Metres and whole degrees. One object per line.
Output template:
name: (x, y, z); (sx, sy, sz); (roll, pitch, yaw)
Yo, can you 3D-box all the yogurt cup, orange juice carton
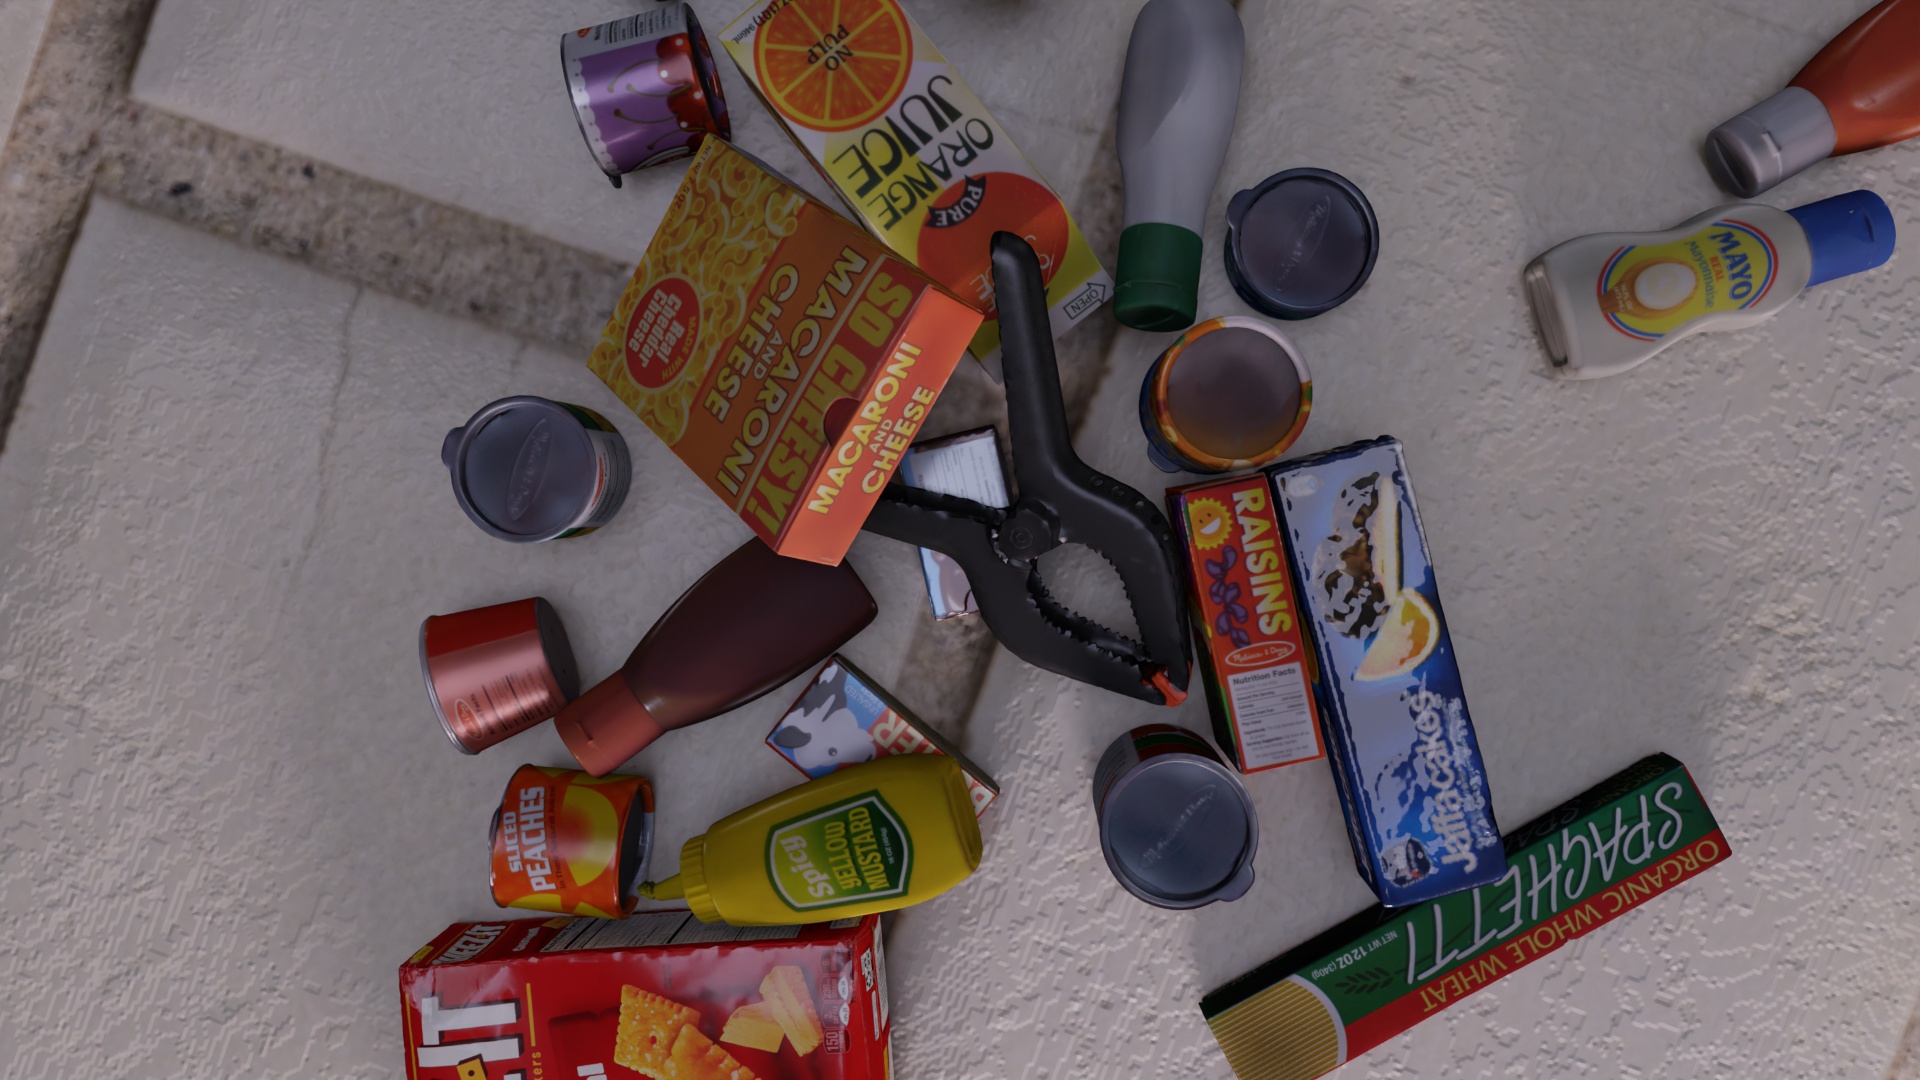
yogurt cup: (-0.212, 0.060, 0.645); (0.054, 0.072, 0.072); (-18, 90, -5)
orange juice carton: (-0.016, -0.165, 0.627); (0.072, 0.073, 0.192); (-39, 90, 3)

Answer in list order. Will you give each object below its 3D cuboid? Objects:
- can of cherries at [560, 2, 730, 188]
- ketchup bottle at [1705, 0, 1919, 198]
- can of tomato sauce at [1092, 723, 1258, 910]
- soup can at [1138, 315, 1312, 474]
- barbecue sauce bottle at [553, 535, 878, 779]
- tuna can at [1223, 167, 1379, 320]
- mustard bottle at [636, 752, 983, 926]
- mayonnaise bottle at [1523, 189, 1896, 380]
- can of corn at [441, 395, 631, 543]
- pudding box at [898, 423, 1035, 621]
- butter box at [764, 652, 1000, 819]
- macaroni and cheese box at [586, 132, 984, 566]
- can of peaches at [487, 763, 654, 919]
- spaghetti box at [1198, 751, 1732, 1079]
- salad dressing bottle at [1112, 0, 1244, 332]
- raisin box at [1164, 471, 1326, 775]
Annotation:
can of cherries: (-0.142, -0.204, 0.637); (0.058, 0.071, 0.071); (-14, 91, 2)
ketchup bottle: (0.411, -0.205, 0.620); (0.149, 0.043, 0.064); (-29, 89, 3)
can of tomato sauce: (0.095, 0.121, 0.621); (0.071, 0.083, 0.071); (0, 92, 3)
soup can: (0.114, -0.060, 0.617); (0.071, 0.084, 0.071); (0, 92, 3)
barbecue sauce bottle: (-0.114, 0.051, 0.636); (0.149, 0.043, 0.065); (-35, 80, -8)
tuna can: (0.153, -0.136, 0.639); (0.071, 0.033, 0.071); (0, 91, 3)
mustard bottle: (-0.073, 0.142, 0.624); (0.160, 0.049, 0.065); (-17, 90, 9)
mayonnaise bottle: (0.337, -0.120, 0.626); (0.148, 0.041, 0.064); (-16, 89, 3)
can of corn: (-0.195, -0.033, 0.645); (0.071, 0.058, 0.071); (0, 91, 3)
pudding box: (0.002, -0.008, 0.650); (0.050, 0.030, 0.083); (-13, 91, 2)
butter box: (-0.036, 0.106, 0.656); (0.103, 0.024, 0.053); (40, 93, 2)
macaroni and cheese box: (-0.082, -0.085, 0.594); (0.167, 0.040, 0.123); (40, 105, 37)
can of peaches: (-0.178, 0.139, 0.641); (0.058, 0.071, 0.071); (6, 92, 2)
spaghetti box: (0.231, 0.179, 0.643); (0.250, 0.029, 0.050); (-30, 90, 3)
salad dressing bottle: (0.094, -0.167, 0.617); (0.044, 0.064, 0.148); (14, 78, -26)
raisin box: (0.123, 0.033, 0.616); (0.040, 0.086, 0.123); (-12, 91, 4)
